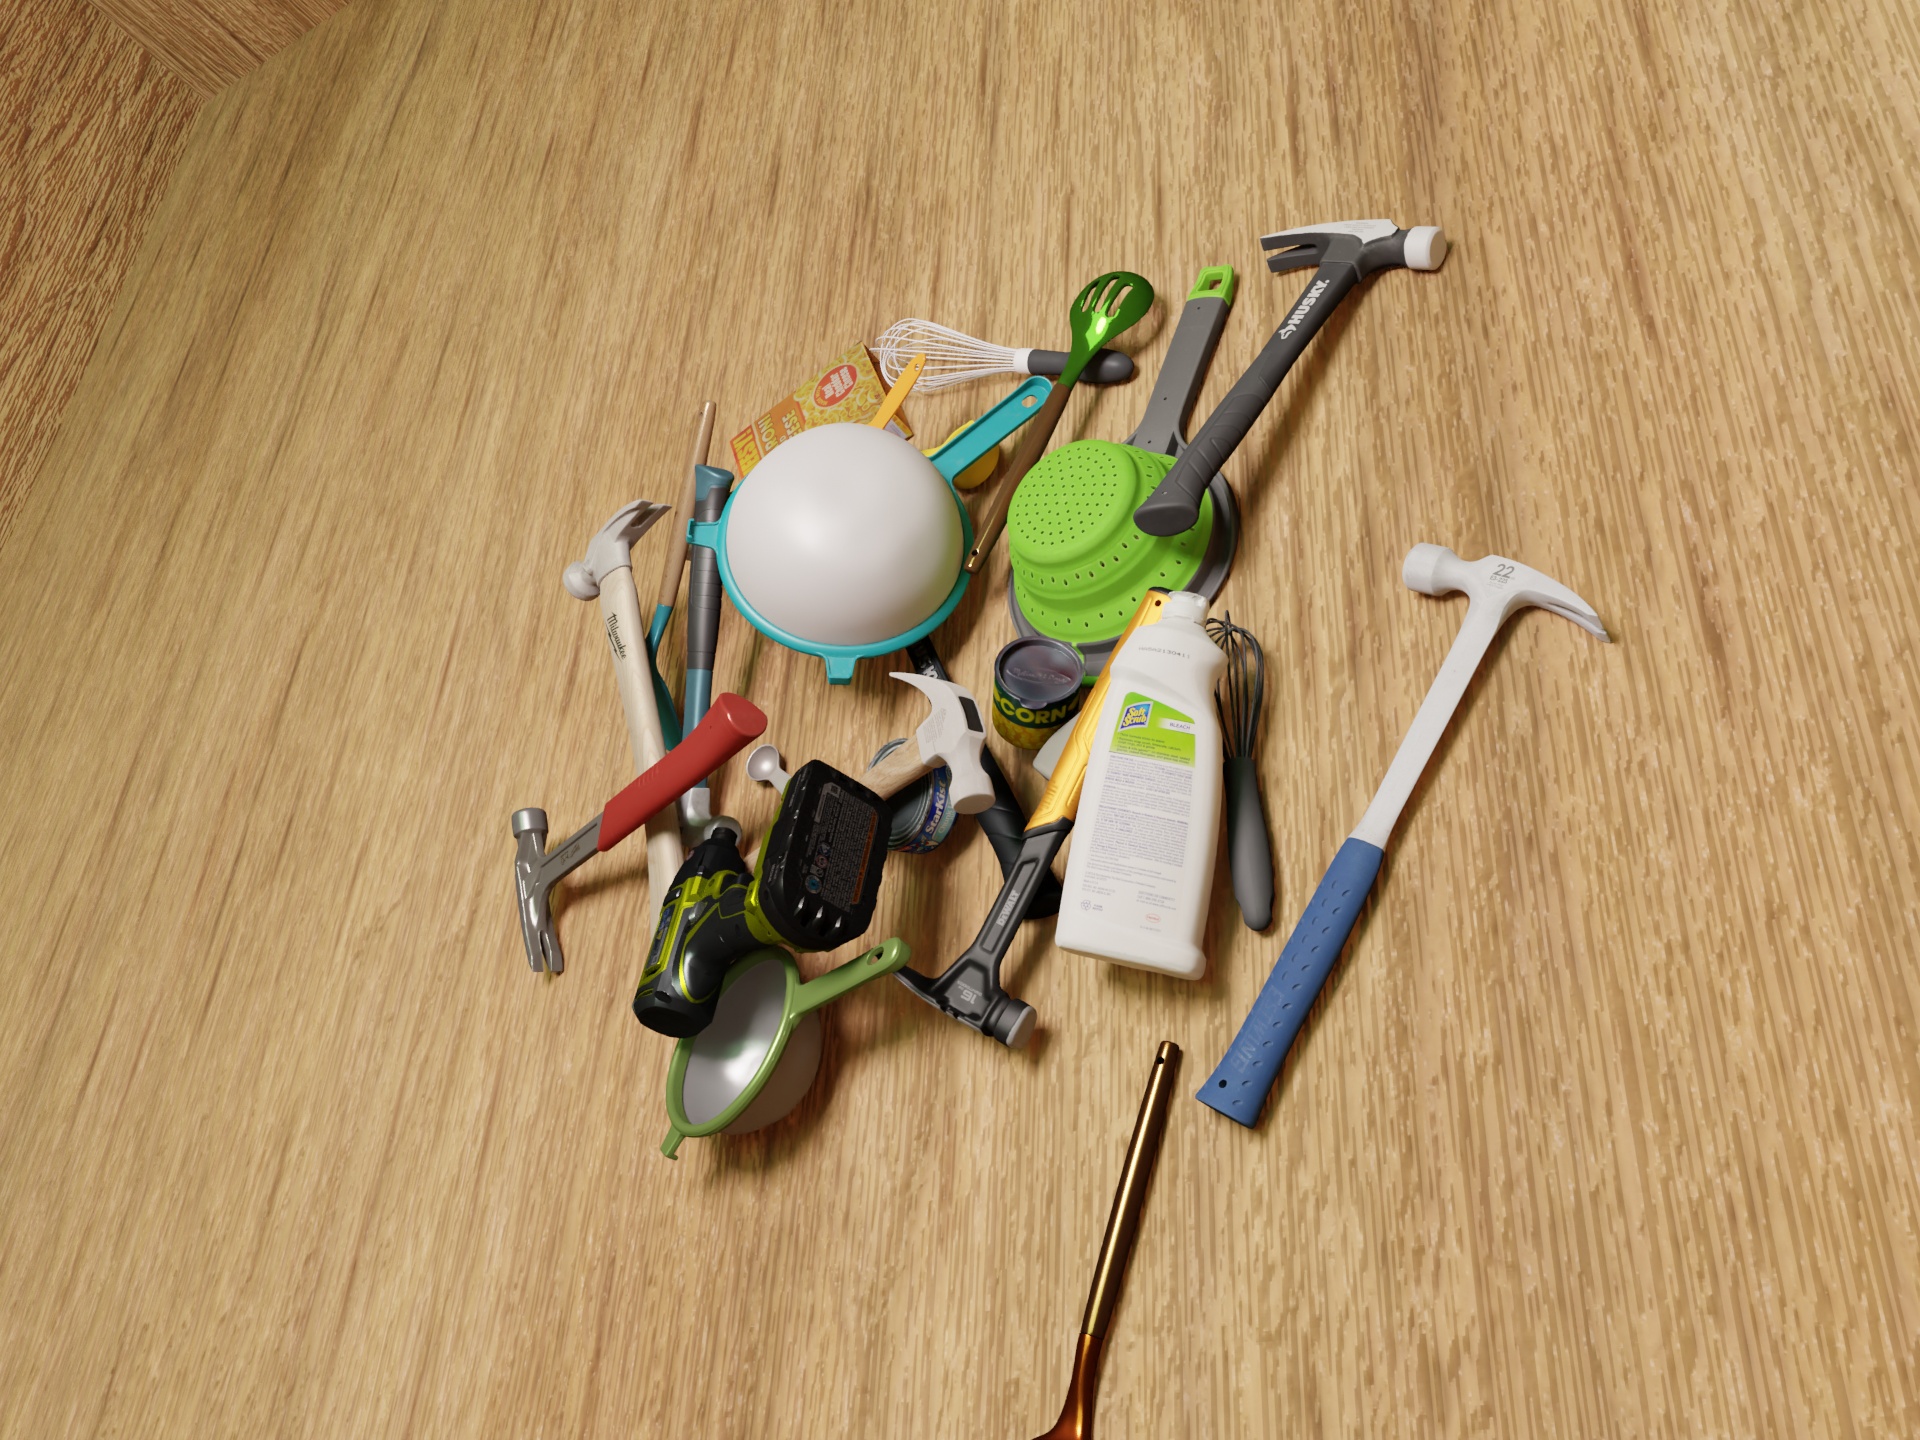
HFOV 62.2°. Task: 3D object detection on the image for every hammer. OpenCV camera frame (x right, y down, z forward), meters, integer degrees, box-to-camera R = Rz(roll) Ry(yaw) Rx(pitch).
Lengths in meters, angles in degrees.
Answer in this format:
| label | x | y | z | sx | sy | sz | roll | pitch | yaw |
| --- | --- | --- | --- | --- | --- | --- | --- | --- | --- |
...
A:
| label | x | y | z | sx | sy | sz | roll | pitch | yaw |
| --- | --- | --- | --- | --- | --- | --- | --- | --- | --- |
| hammer | -0.098 | 0.072 | 1.217 | 0.331 | 0.031 | 0.130 | -36 | 53 | 37 |
| hammer | -0.271 | 0.082 | 1.306 | 0.359 | 0.036 | 0.149 | -33 | 62 | 40 |
| hammer | 0.066 | 0.054 | 1.117 | 0.127 | 0.034 | 0.337 | 24 | 82 | 30 |
| hammer | -0.223 | -0.057 | 1.371 | 0.128 | 0.033 | 0.331 | 1 | 87 | 51 |
| hammer | -0.002 | -0.004 | 1.259 | 0.149 | 0.036 | 0.409 | -36 | 47 | 11 |
| hammer | -0.265 | 0.011 | 1.361 | 0.146 | 0.038 | 0.411 | -35 | 61 | 41 |
| hammer | 0.227 | -0.264 | 1.204 | 0.146 | 0.035 | 0.335 | 17 | 61 | 40 |
| hammer | 0.266 | 0.071 | 1.006 | 0.144 | 0.035 | 0.405 | 21 | 76 | 43 |

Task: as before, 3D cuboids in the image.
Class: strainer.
| label | x | y | z | sx | sy | sz | roll | pitch | yaw |
| --- | --- | --- | --- | --- | --- | --- | --- | --- | --- |
| strainer | -0.045 | -0.200 | 1.288 | 0.340 | 0.095 | 0.211 | -40 | 74 | -19 |
| strainer | -0.110 | 0.223 | 1.147 | 0.256 | 0.069 | 0.152 | -33 | 35 | 33 |

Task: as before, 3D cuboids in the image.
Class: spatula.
| label | x | y | z | sx | sy | sz | roll | pitch | yaw |
| --- | --- | --- | --- | --- | --- | --- | --- | --- | --- |
| spatula | -0.250 | -0.128 | 1.426 | 0.082 | 0.044 | 0.317 | 24 | 103 | 47 |
| spatula | 0.082 | 0.347 | 0.964 | 0.081 | 0.041 | 0.323 | 1 | 62 | 38 |

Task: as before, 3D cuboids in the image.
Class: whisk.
| label | x | y | z | sx | sy | sz | roll | pitch | yaw |
| --- | --- | --- | --- | --- | --- | --- | --- | --- | --- |
| whisk | 0.035 | -0.324 | 1.428 | 0.285 | 0.070 | 0.070 | 13 | 71 | 36 |
| whisk | 0.190 | 0.030 | 1.083 | 0.055 | 0.055 | 0.239 | -18 | 58 | 27 |

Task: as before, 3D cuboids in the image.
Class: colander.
| label | x | y | z | sx | sy | sz | roll | pitch | yaw |
| --- | --- | --- | --- | --- | --- | --- | --- | --- | --- |
| colander | 0.132 | -0.221 | 1.255 | 0.205 | 0.094 | 0.397 | 6 | 66 | 39 |

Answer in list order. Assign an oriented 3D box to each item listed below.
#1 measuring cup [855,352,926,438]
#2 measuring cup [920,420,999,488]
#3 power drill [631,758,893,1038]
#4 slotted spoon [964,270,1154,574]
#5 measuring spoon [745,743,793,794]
| label | x | y | z | sx | sy | sz | roll | pitch | yaw |
| --- | --- | --- | --- | --- | --- | --- | --- | --- | --- |
| measuring cup | -0.058 | -0.248 | 1.407 | 0.173 | 0.052 | 0.095 | -54 | 47 | 30 |
| measuring cup | -0.023 | -0.229 | 1.433 | 0.156 | 0.029 | 0.062 | -2 | 63 | 50 |
| power drill | -0.150 | 0.123 | 1.166 | 0.223 | 0.080 | 0.171 | -32 | 36 | 42 |
| slotted spoon | 0.076 | -0.254 | 1.317 | 0.070 | 0.031 | 0.314 | 18 | 72 | 30 |
| measuring spoon | -0.138 | 0.061 | 1.337 | 0.034 | 0.018 | 0.124 | -50 | 52 | -1 |
